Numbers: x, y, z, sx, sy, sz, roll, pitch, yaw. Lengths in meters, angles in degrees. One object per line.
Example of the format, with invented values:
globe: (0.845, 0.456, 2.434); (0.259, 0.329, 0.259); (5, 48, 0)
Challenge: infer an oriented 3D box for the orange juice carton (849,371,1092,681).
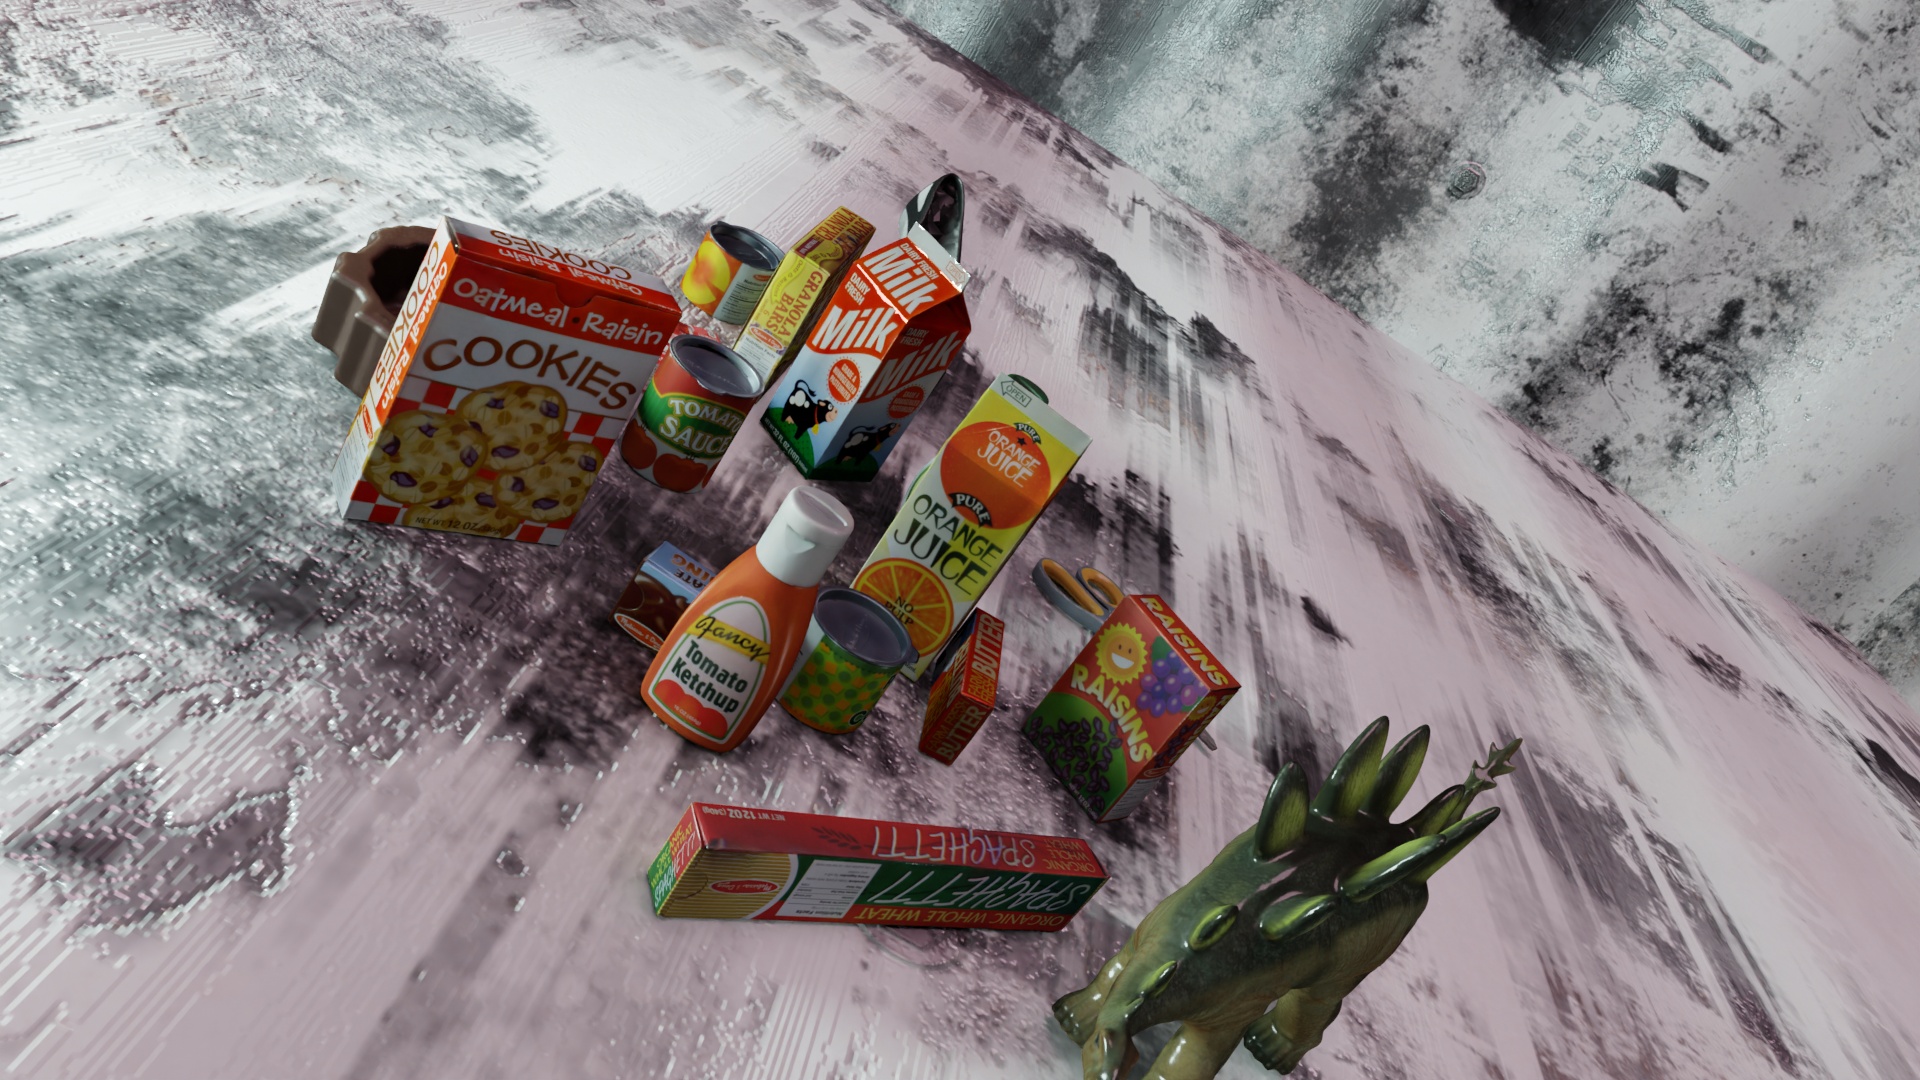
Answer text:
orange juice carton: (0.003, -0.011, 0.878); (0.072, 0.192, 0.073); (36, 25, 3)

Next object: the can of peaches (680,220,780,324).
can of peaches: (-0.195, -0.225, 1.169); (0.071, 0.057, 0.071); (28, 26, -15)

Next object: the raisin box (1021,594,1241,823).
raisin box: (0.106, 0.106, 0.880); (0.040, 0.123, 0.086); (4, 39, -48)

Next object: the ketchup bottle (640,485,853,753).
ketchup bottle: (-0.105, 0.039, 0.712); (0.065, 0.148, 0.044); (35, 25, 1)

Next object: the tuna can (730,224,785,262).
tuna can: (-0.193, -0.252, 1.249); (0.071, 0.032, 0.071); (28, 26, -15)

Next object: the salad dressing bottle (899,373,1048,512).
salad dressing bottle: (0.010, -0.054, 1.014); (0.064, 0.147, 0.044); (44, 26, 19)

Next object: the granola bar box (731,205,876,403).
granola bar box: (-0.130, -0.193, 1.115); (0.039, 0.123, 0.166); (32, 25, -6)

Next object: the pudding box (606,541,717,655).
pudding box: (-0.146, 0.045, 0.768); (0.084, 0.049, 0.030); (34, 25, -2)

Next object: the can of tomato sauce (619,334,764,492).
can of tomato sauce: (-0.177, -0.082, 0.911); (0.071, 0.082, 0.071); (28, 26, -15)

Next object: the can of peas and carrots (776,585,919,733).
can of peas and carrots: (-0.068, 0.070, 0.806); (0.071, 0.058, 0.071); (28, 26, -15)

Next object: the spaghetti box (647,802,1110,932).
spaghetti box: (-0.032, 0.167, 0.693); (0.250, 0.050, 0.029); (14, 32, -37)

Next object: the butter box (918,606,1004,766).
butter box: (0.002, 0.089, 0.865); (0.024, 0.053, 0.104); (31, 26, -9)

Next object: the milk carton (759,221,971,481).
milk carton: (-0.061, -0.137, 1.022); (0.073, 0.189, 0.072); (0, 42, -51)

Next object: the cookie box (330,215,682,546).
cookie box: (-0.238, -0.076, 0.730); (0.123, 0.166, 0.040); (10, 35, -42)
